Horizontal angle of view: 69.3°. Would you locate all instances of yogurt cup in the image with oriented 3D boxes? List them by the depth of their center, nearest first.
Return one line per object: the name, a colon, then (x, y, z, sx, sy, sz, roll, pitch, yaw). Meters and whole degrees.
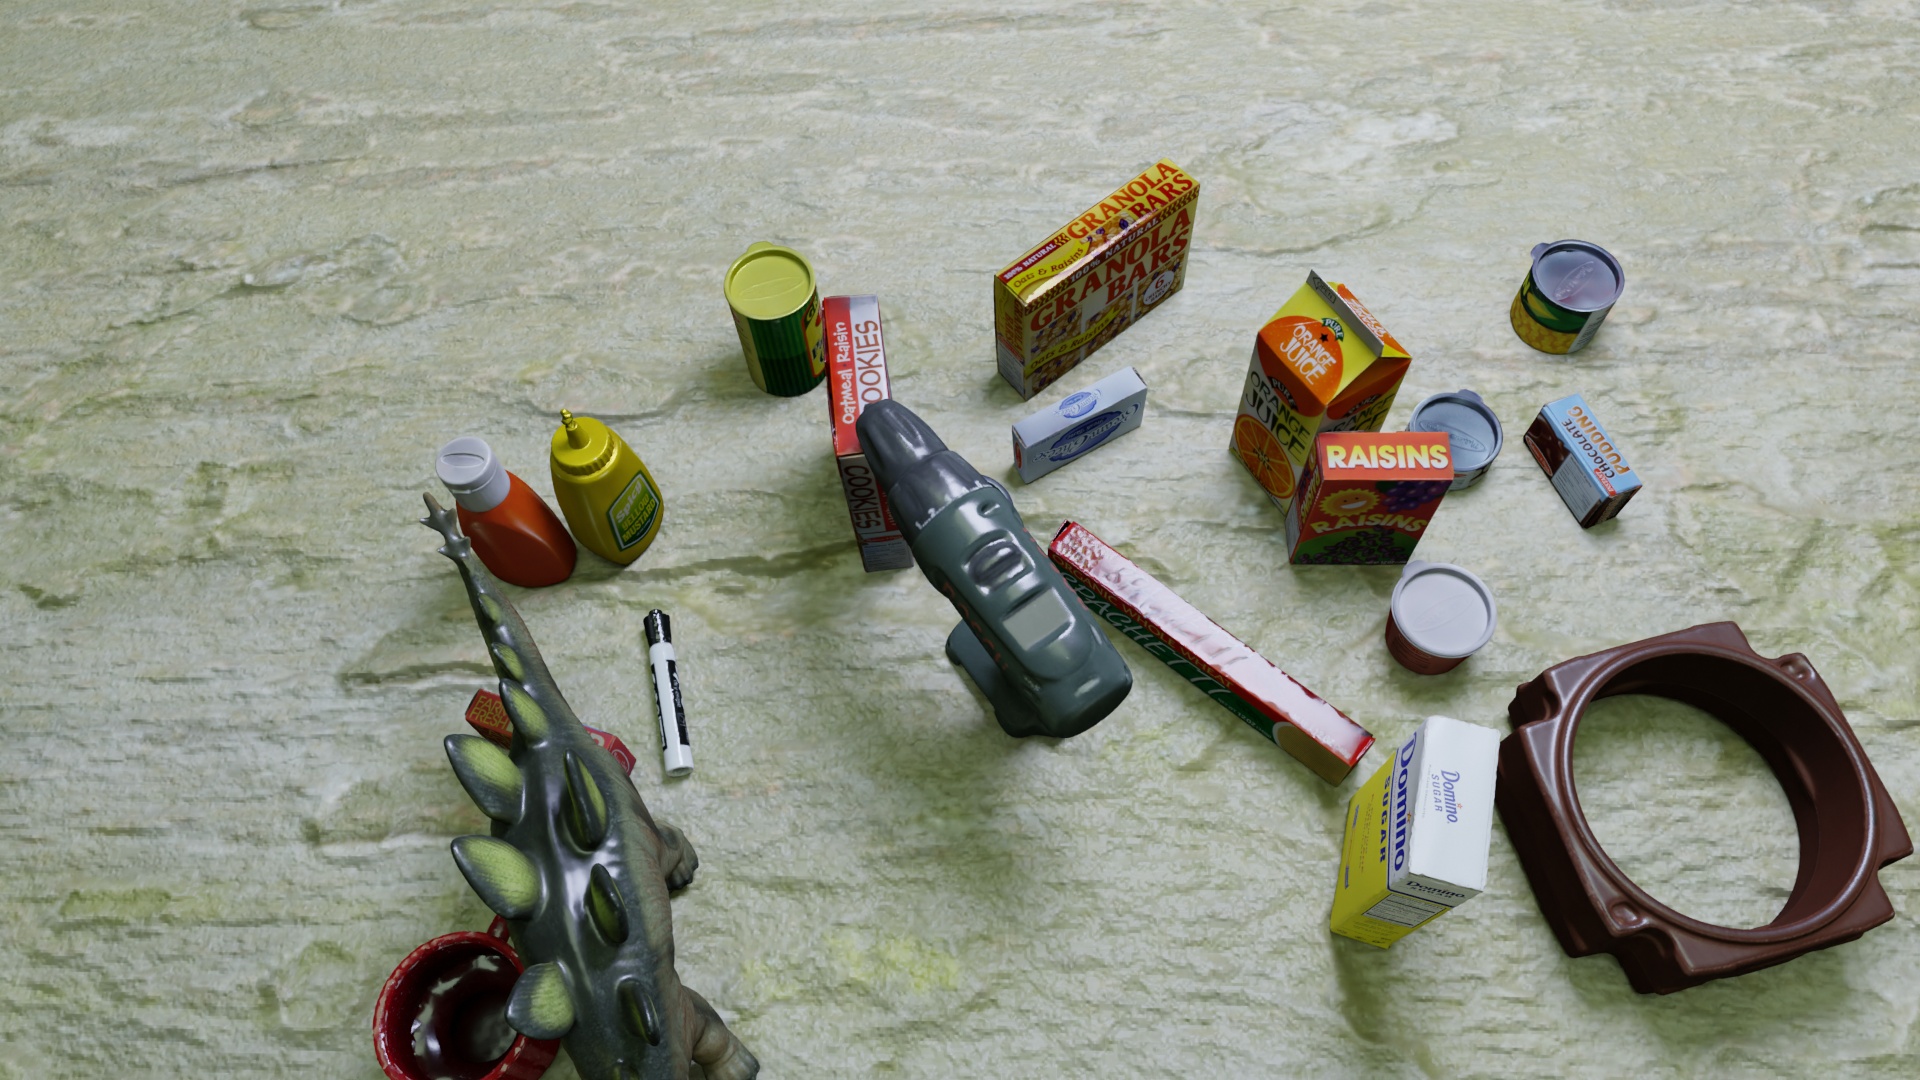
yogurt cup: (0.319, 0.056, 0.934, 0.072, 0.053, 0.072, -1, 63, 2)

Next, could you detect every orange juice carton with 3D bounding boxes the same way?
orange juice carton: (0.243, -0.102, 0.941, 0.073, 0.191, 0.072, -29, 66, -12)

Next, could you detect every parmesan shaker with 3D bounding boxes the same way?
parmesan shaker: (-0.135, -0.165, 1.040, 0.071, 0.102, 0.071, -1, 63, 2)

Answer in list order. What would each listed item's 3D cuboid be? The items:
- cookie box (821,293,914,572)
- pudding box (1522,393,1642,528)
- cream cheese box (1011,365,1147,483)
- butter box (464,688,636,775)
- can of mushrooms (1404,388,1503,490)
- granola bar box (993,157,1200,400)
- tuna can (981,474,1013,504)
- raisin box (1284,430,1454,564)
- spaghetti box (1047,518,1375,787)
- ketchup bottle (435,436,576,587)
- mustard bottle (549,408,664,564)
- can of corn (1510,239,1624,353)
cookie box: (-0.063, -0.070, 0.952, 0.040, 0.166, 0.123, -8, 63, -1)
pudding box: (0.442, -0.057, 0.990, 0.030, 0.049, 0.084, -20, 64, -8)
cream cheese box: (0.086, -0.085, 1.017, 0.104, 0.053, 0.024, -28, 65, -11)
butter box: (-0.272, 0.132, 0.921, 0.103, 0.053, 0.024, 17, 65, 11)
can of mushrooms: (0.357, -0.073, 1.011, 0.071, 0.033, 0.071, -1, 63, 2)
granola bar box: (0.099, -0.193, 1.033, 0.166, 0.123, 0.039, -37, 67, -15)
tuna can: (0.004, -0.012, 0.995, 0.071, 0.032, 0.071, -1, 63, 2)
raisin box: (0.274, -0.027, 0.940, 0.086, 0.123, 0.040, 0, 63, 3)
spaghetti box: (0.161, 0.074, 0.934, 0.250, 0.050, 0.029, 37, 70, 19)
ketchup bottle: (-0.313, -0.017, 0.946, 0.065, 0.148, 0.044, 2, 63, 4)
mustard bottle: (-0.247, -0.041, 0.949, 0.049, 0.159, 0.065, 26, 67, 15)
can of corn: (0.455, -0.185, 1.050, 0.071, 0.058, 0.071, -1, 63, 2)
